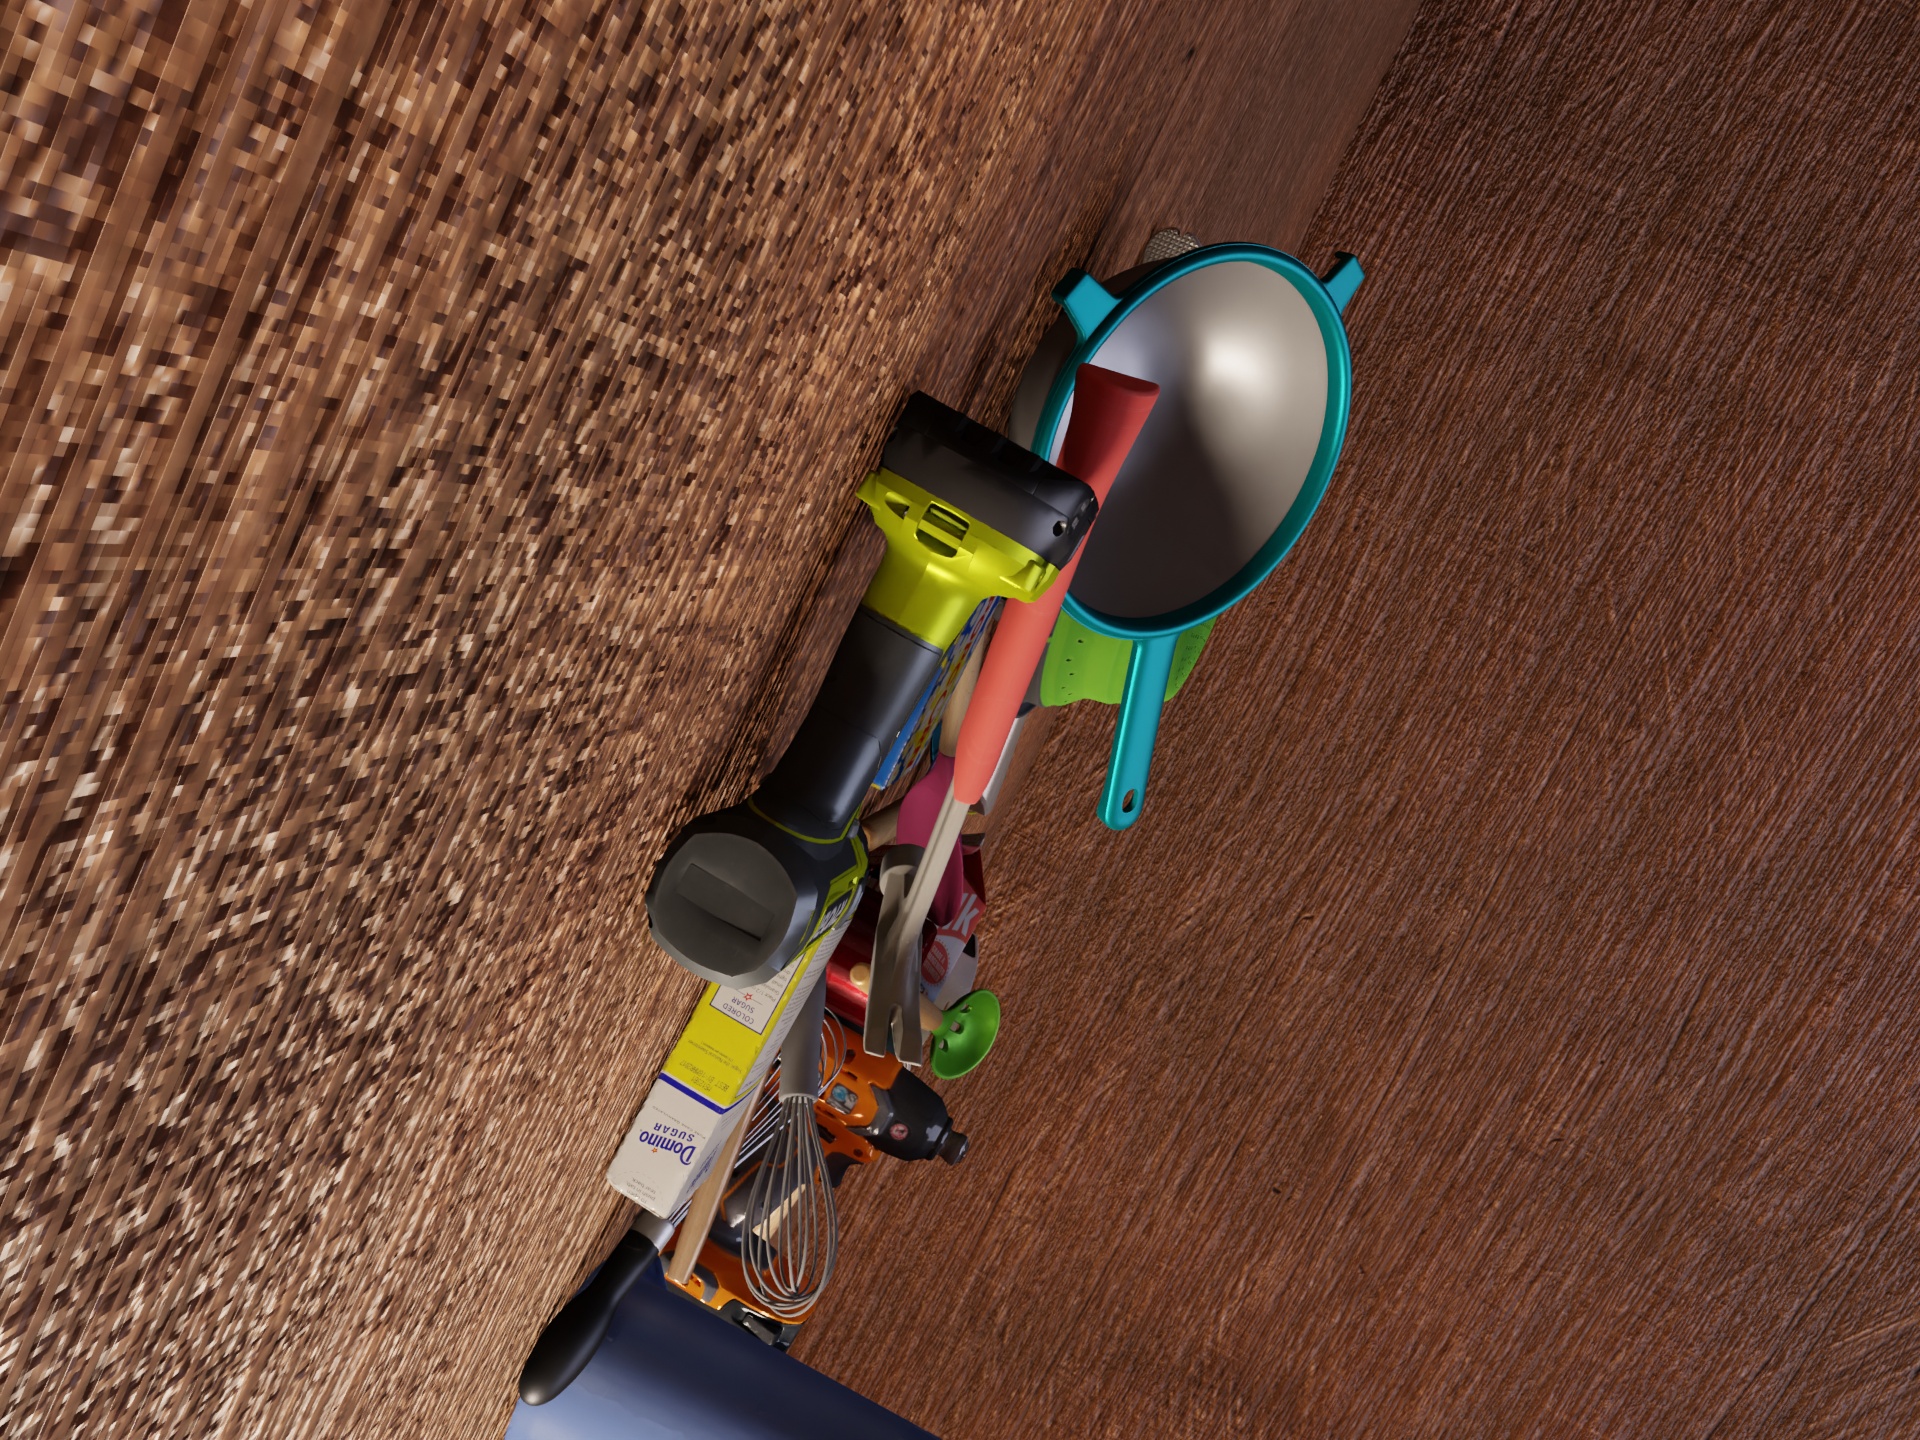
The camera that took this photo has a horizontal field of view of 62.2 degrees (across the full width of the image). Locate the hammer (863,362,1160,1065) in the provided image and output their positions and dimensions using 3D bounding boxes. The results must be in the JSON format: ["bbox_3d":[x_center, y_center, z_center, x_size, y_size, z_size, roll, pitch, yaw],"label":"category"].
[{"bbox_3d":[0.016,-0.002,0.771,0.149,0.036,0.358,-89,-164,-55],"label":"hammer"}]

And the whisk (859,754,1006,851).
[{"bbox_3d":[-0.022,0.061,1.148,0.245,0.051,0.047,-25,126,-68],"label":"whisk"}]

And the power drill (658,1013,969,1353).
[{"bbox_3d":[-0.106,0.314,1.060,0.226,0.164,0.084,-61,175,9],"label":"power drill"}]

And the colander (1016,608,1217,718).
[{"bbox_3d":[0.145,-0.116,1.066,0.397,0.094,0.204,-48,159,-52],"label":"colander"}]

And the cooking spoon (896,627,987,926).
[{"bbox_3d":[-0.001,-0.003,0.941,0.017,0.069,0.318,-20,135,-34],"label":"cooking spoon"}]

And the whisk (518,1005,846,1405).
[{"bbox_3d":[-0.161,0.269,0.926,0.285,0.070,0.070,-52,169,-36],"label":"whisk"}]

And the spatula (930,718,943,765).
[{"bbox_3d":[-0.065,0.132,1.305,0.317,0.044,0.082,-60,175,22],"label":"spatula"}]

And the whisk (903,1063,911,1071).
[{"bbox_3d":[-0.057,0.214,1.357,0.059,0.058,0.247,43,46,-47],"label":"whisk"}]

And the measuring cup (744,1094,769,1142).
[{"bbox_3d":[-0.125,0.268,1.226,0.174,0.052,0.095,-61,176,-25],"label":"measuring cup"}]

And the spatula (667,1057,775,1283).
[{"bbox_3d":[-0.105,0.165,0.910,0.060,0.018,0.316,138,-28,-80],"label":"spatula"}]

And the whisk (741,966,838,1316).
[{"bbox_3d":[-0.095,0.218,0.920,0.055,0.055,0.239,108,-16,-59],"label":"whisk"}]

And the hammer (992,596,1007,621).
[{"bbox_3d":[0.043,-0.064,1.295,0.127,0.034,0.336,-59,174,-24],"label":"hammer"}]

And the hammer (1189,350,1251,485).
[{"bbox_3d":[0.187,-0.221,1.088,0.405,0.035,0.144,-43,121,-72],"label":"hammer"}]

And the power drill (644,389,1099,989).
[{"bbox_3d":[-0.033,-0.007,0.651,0.228,0.080,0.190,-60,175,5],"label":"power drill"}]

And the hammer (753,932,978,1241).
[{"bbox_3d":[-0.084,0.294,1.238,0.331,0.031,0.130,-56,-165,17],"label":"hammer"}]

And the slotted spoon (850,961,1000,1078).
[{"bbox_3d":[-0.023,0.184,1.014,0.070,0.031,0.313,-58,161,-9],"label":"slotted spoon"}]

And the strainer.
[{"bbox_3d":[0.092,-0.101,0.872,0.211,0.095,0.340,-13,126,-31],"label":"strainer"}]

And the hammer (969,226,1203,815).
[{"bbox_3d":[0.085,-0.127,1.102,0.410,0.038,0.146,-68,167,11],"label":"hammer"}]
